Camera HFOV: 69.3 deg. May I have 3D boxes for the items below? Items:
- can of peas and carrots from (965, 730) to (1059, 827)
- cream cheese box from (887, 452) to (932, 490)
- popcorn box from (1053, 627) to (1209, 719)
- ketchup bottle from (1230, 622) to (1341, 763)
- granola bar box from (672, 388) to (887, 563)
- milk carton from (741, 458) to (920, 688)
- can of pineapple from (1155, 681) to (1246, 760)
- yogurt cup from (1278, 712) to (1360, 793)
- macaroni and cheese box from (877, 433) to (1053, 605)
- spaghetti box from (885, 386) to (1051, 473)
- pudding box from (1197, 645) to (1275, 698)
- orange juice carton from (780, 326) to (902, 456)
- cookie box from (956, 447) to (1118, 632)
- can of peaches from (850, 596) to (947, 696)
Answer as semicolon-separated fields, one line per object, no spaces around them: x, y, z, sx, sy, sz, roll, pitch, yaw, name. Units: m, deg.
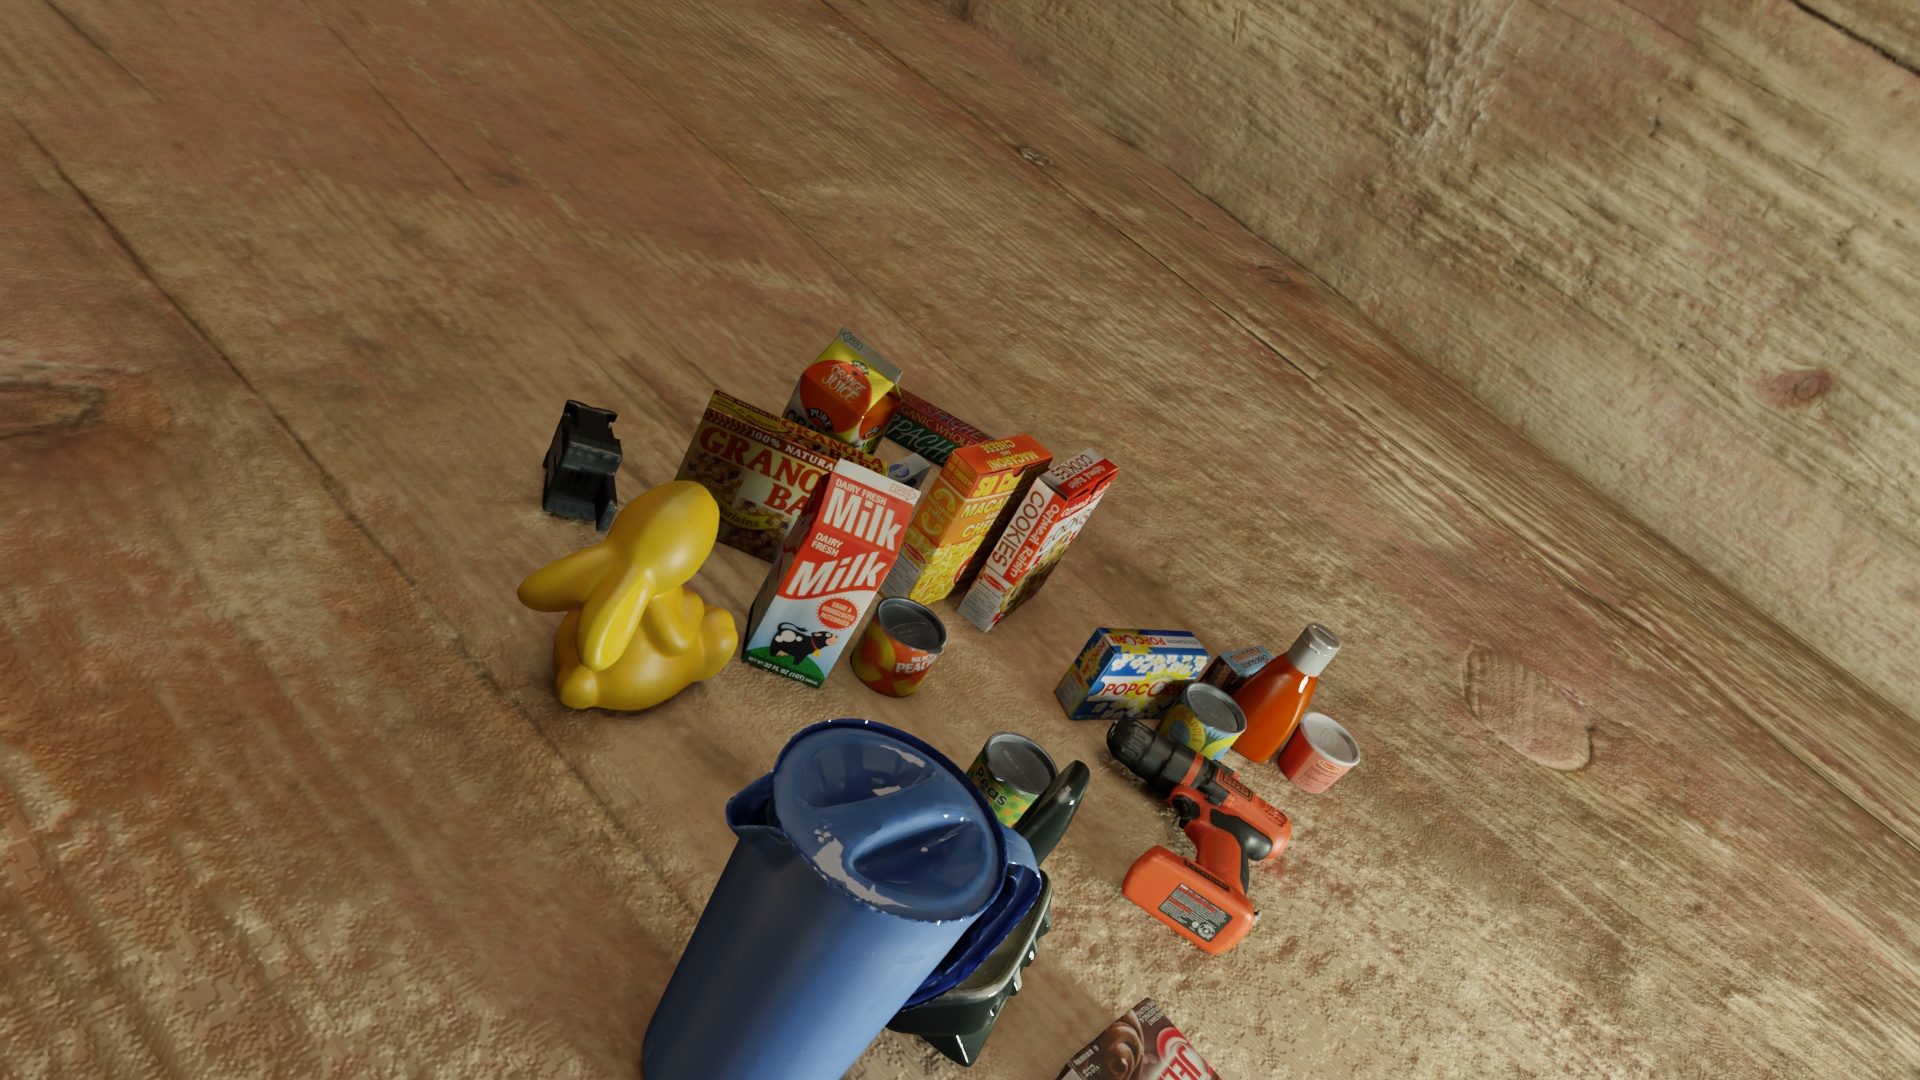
0.035;0.196;1.101;0.071;0.058;0.071;23;30;-14;can of peas and carrots
-0.071;-0.049;1.381;0.024;0.053;0.104;37;30;11;cream cheese box
0.161;0.125;1.295;0.127;0.084;0.038;5;38;-37;popcorn box
0.308;0.144;1.334;0.065;0.148;0.044;39;30;15;ketchup bottle
-0.164;-0.045;1.221;0.165;0.123;0.039;23;30;-13;granola bar box
-0.104;0.020;1.109;0.072;0.189;0.074;22;30;-15;milk carton
0.223;0.176;1.301;0.071;0.057;0.071;23;30;-14;can of pineapple
0.350;0.211;1.365;0.072;0.053;0.073;23;31;-14;yogurt cup
0.005;-0.016;1.286;0.040;0.165;0.124;43;32;21;macaroni and cheese box
0.017;-0.092;1.529;0.250;0.050;0.029;28;29;-5;spaghetti box
0.283;0.138;1.421;0.084;0.049;0.030;-6;46;-46;pudding box
-0.120;-0.098;1.272;0.072;0.191;0.073;38;30;12;orange juice carton
0.075;-0.002;1.326;0.040;0.166;0.123;38;30;13;cookie box
-0.052;0.092;1.180;0.071;0.057;0.071;23;30;-14;can of peaches
